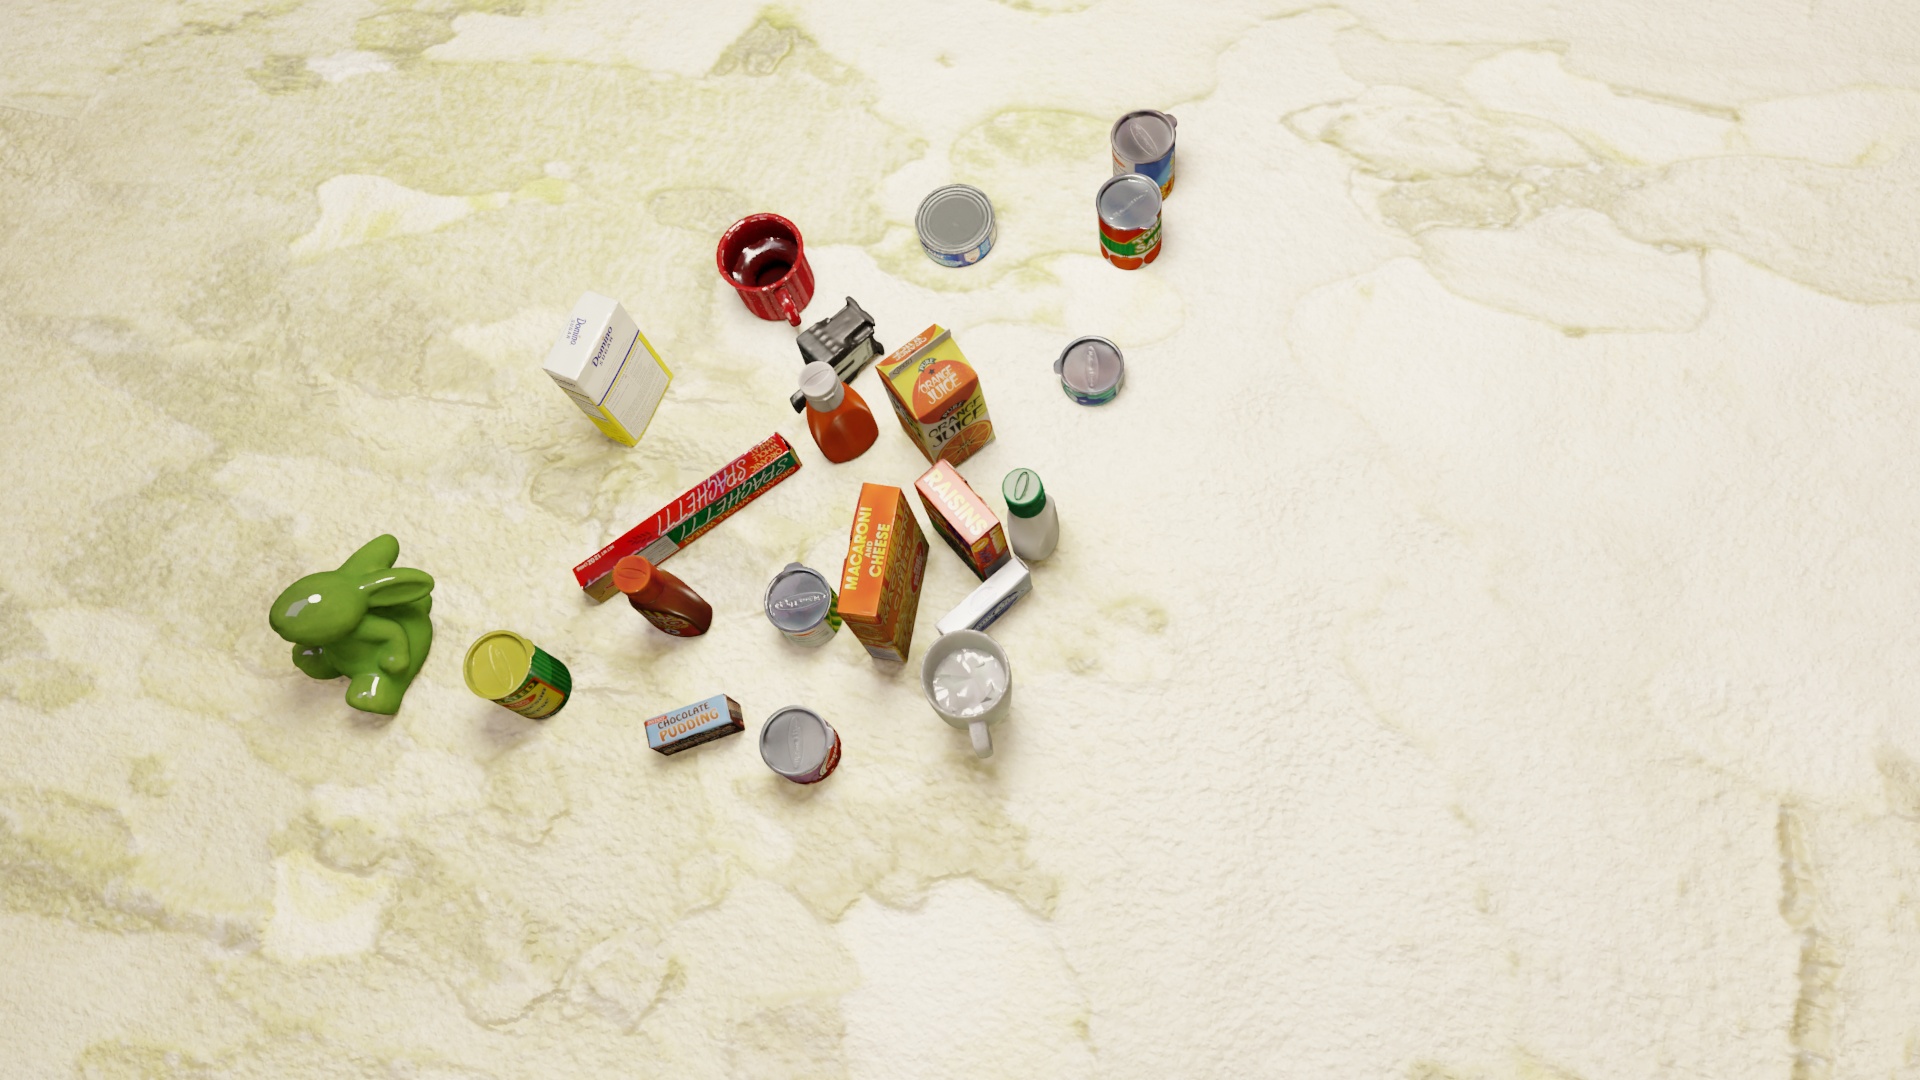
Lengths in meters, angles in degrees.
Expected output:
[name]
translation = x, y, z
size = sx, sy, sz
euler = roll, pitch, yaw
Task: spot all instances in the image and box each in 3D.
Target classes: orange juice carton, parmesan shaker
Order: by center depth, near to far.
[orange juice carton]
translation = -0.024, -0.139, 1.329
size = 0.072, 0.192, 0.073
euler = -36, 70, -5
[parmesan shaker]
translation = -0.421, 0.130, 1.337
size = 0.071, 0.103, 0.071
euler = -3, 71, 7

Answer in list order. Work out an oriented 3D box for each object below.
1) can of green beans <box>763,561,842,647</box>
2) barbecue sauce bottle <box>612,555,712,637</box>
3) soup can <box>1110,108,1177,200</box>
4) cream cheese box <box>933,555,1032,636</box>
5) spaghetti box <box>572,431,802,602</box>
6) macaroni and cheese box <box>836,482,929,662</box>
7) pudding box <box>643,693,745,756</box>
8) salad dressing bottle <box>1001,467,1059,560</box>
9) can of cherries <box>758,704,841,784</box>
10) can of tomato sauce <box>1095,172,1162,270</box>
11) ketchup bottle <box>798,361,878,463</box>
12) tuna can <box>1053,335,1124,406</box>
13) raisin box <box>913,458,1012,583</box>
[can of green beans]
translation = -0.151, 0.065, 1.346
size = 0.071, 0.057, 0.071
euler = -3, 71, 7
[barbecue sauce bottle]
translation = -0.287, 0.053, 1.321
size = 0.065, 0.148, 0.044
euler = 8, 72, 11
[soup can]
translation = 0.194, -0.399, 1.448
size = 0.071, 0.083, 0.071
euler = -3, 71, 7
[cream cheese box]
translation = 0.024, 0.062, 1.325
size = 0.104, 0.053, 0.024
euler = -41, 71, -7
[spaghetti box]
translation = -0.272, -0.024, 1.399
size = 0.250, 0.050, 0.029
euler = -35, 70, -5
[macaroni and cheese box]
translation = -0.070, 0.033, 1.288
size = 0.040, 0.166, 0.124
euler = 7, 72, 10
[pudding box]
translation = -0.253, 0.176, 1.326
size = 0.084, 0.049, 0.030
euler = -19, 70, 1
[salad dressing bottle]
translation = 0.065, -0.026, 1.300
size = 0.044, 0.147, 0.064
euler = 14, 74, 13
[can of cherries]
translation = -0.146, 0.193, 1.300
size = 0.071, 0.058, 0.071
euler = -3, 71, 7
[can of tomato sauce]
translation = 0.175, -0.325, 1.425
size = 0.071, 0.083, 0.071
euler = -3, 71, 7
[ketchup bottle]
translation = -0.123, -0.127, 1.362
size = 0.065, 0.148, 0.043
euler = -35, 70, -5
[tuna can]
translation = 0.130, -0.171, 1.404
size = 0.071, 0.032, 0.071
euler = -2, 70, 7
[raisin box]
translation = 0.005, -0.017, 1.318
size = 0.040, 0.123, 0.086
euler = -39, 70, -6
